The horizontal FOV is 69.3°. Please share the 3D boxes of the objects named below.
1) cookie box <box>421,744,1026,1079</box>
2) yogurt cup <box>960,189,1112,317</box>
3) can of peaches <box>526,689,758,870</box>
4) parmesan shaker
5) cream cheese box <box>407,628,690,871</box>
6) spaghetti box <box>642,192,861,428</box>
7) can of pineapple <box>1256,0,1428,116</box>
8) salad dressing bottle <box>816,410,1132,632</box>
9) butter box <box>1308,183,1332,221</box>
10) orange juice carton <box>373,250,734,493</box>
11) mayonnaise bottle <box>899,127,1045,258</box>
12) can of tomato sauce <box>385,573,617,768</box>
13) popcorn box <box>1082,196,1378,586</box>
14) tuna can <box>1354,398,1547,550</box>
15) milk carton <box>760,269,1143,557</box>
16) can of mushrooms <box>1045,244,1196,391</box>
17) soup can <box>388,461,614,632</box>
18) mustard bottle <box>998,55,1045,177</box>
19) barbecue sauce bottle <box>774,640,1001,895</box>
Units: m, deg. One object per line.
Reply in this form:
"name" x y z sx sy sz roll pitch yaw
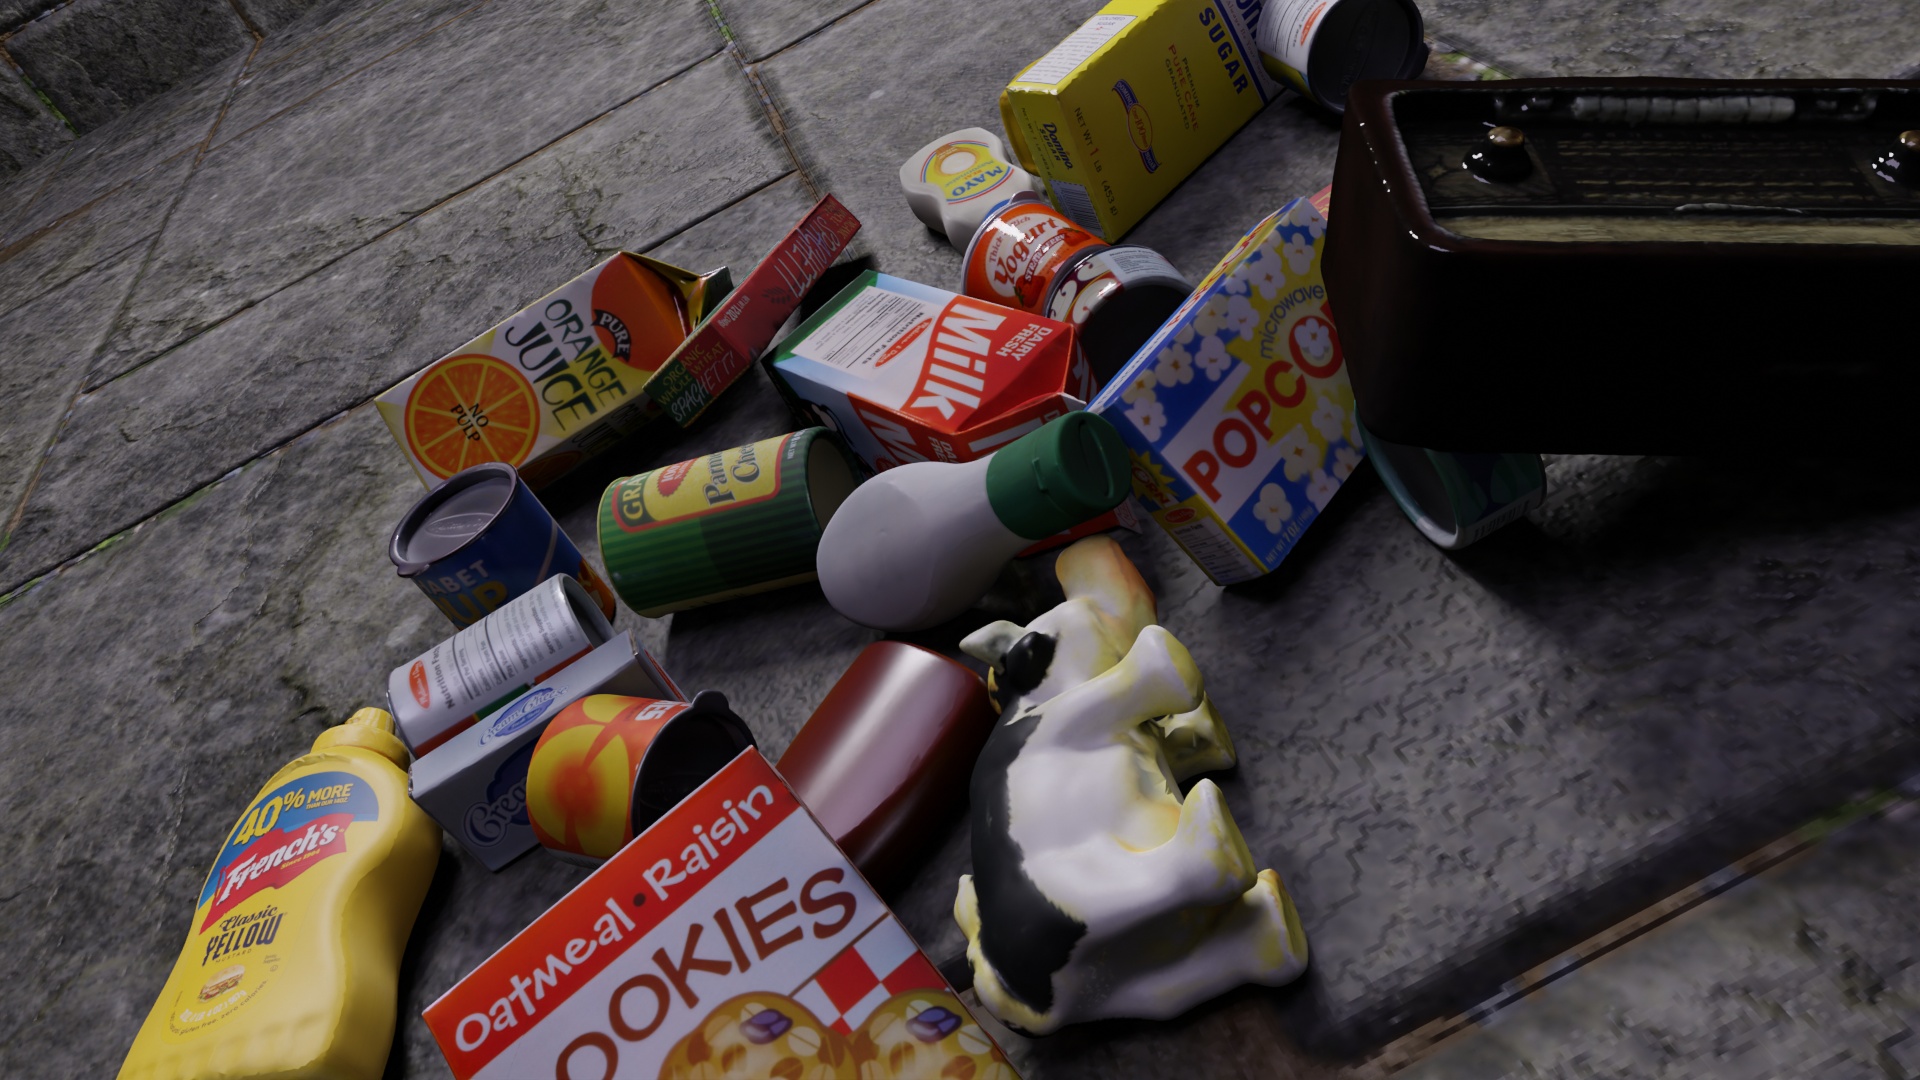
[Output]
"cookie box" -0.056 0.157 0.385 0.123 0.040 0.168 -39 57 -12
"yogurt cup" 0.042 -0.123 0.664 0.072 0.072 0.054 -42 47 -16
"can of peaches" -0.116 0.089 0.514 0.058 0.071 0.071 0 46 34
"parmesan shaker" -0.098 -0.009 0.619 0.103 0.071 0.072 -14 40 19
"cream cheese box" -0.162 0.085 0.559 0.104 0.053 0.024 -32 35 -4
"spaghetti box" -0.101 -0.128 0.724 0.050 0.028 0.251 -38 16 24
"can of pineapple" 0.197 -0.260 0.723 0.071 0.070 0.058 -29 37 0
"salad dressing bottle" 0.002 -0.007 0.522 0.044 0.064 0.147 -12 -8 -40
"butter box" 0.181 -0.123 0.607 0.053 0.024 0.104 -36 38 -9
"orange juice carton" -0.206 -0.091 0.754 0.193 0.073 0.071 -33 -2 -5
"mayonnaise bottle" 0.015 -0.184 0.767 0.065 0.041 0.148 -29 37 -2
"can of tomato sauce" -0.188 0.063 0.594 0.083 0.071 0.071 -31 37 -4
"popcorn box" 0.112 -0.056 0.520 0.127 0.085 0.038 -47 8 -23
"tuna can" 0.165 -0.034 0.477 0.033 0.070 0.071 -29 37 0
"milk carton" 0.002 -0.055 0.603 0.074 0.072 0.191 -44 39 -18
"can of mushrooms" 0.072 -0.090 0.606 0.071 0.070 0.033 -29 38 1
"soup can" -0.212 0.018 0.644 0.071 0.083 0.072 -18 39 15
"mustard bottle" 0.099 -0.267 0.794 0.160 0.065 0.049 -34 33 -13
"barbecue sauce bottle" -0.048 0.103 0.476 0.065 0.043 0.149 12 53 41
